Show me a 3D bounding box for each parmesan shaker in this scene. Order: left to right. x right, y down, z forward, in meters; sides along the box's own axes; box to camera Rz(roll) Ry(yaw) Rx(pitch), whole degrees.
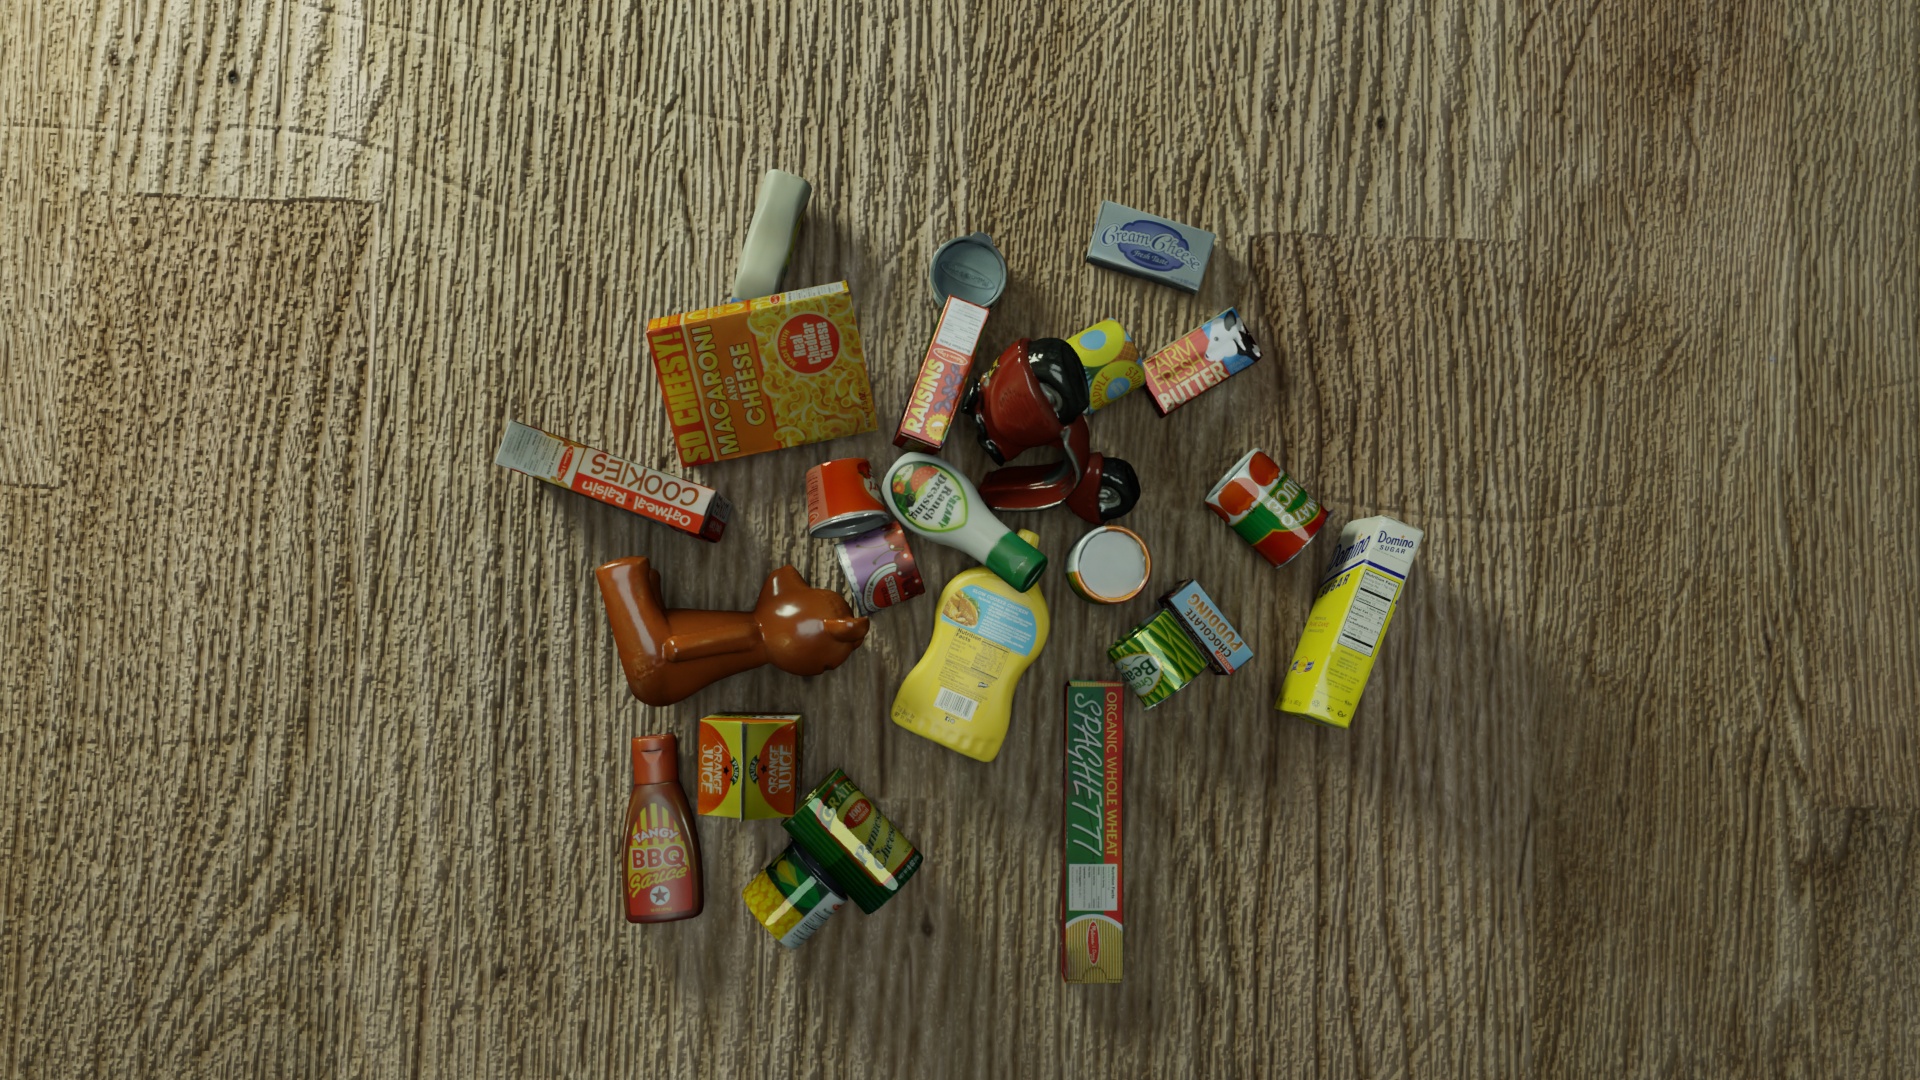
[{"bbox_3d":[-0.087,0.244,1.139,0.071,0.071,0.103,-44,90,-5],"label":"parmesan shaker"}]

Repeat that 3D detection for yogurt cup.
[{"bbox_3d":[-0.097,-0.036,1.160,0.072,0.072,0.054,-12,79,-4],"label":"yogurt cup"}]

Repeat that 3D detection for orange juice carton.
[{"bbox_3d":[-0.161,0.172,1.074,0.073,0.192,0.072,2,85,-4],"label":"orange juice carton"}]

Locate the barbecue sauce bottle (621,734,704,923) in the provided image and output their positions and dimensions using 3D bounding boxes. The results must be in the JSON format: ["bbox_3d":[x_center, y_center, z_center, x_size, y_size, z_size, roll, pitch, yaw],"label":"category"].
[{"bbox_3d":[-0.247,0.235,1.139,0.065,0.043,0.148,-4,86,-3],"label":"barbecue sauce bottle"}]

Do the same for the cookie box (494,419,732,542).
[{"bbox_3d":[-0.274,-0.044,1.119,0.167,0.123,0.040,20,86,-2],"label":"cookie box"}]

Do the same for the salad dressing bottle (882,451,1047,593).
[{"bbox_3d":[0.004,-0.014,1.134,0.148,0.044,0.064,37,92,18],"label":"salad dressing bottle"}]

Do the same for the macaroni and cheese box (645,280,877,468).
[{"bbox_3d":[-0.162,-0.137,1.151,0.167,0.040,0.123,-12,114,-4],"label":"macaroni and cheese box"}]

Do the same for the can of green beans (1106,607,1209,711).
[{"bbox_3d":[0.164,0.098,1.163,0.071,0.071,0.058,-37,88,-5],"label":"can of green beans"}]

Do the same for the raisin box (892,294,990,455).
[{"bbox_3d":[-0.017,-0.134,1.160,0.040,0.086,0.123,21,85,-7],"label":"raisin box"}]

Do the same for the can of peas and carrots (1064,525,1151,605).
[{"bbox_3d":[0.126,0.023,1.170,0.071,0.058,0.071,0,86,-3],"label":"can of peas and carrots"}]

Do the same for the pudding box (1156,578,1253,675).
[{"bbox_3d":[0.206,0.073,1.176,0.030,0.049,0.083,-38,89,-7],"label":"pudding box"}]

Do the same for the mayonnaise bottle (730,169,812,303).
[{"bbox_3d":[-0.164,-0.235,1.172,0.041,0.065,0.148,16,95,-8],"label":"mayonnaise bottle"}]

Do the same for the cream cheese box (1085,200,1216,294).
[{"bbox_3d":[0.165,-0.255,1.211,0.104,0.024,0.053,17,85,-2],"label":"cream cheese box"}]

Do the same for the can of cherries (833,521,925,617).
[{"bbox_3d":[-0.066,0.026,1.153,0.058,0.071,0.071,-21,87,-5],"label":"can of cherries"}]

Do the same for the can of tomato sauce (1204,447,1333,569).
[{"bbox_3d":[0.260,-0.029,1.177,0.083,0.071,0.071,43,85,1],"label":"can of tomato sauce"}]

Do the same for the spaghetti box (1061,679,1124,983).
[{"bbox_3d":[0.112,0.242,1.168,0.050,0.028,0.250,1,86,-3],"label":"spaghetti box"}]

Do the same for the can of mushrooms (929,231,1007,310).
[{"bbox_3d":[0.007,-0.228,1.195,0.071,0.033,0.071,0,86,-3],"label":"can of mushrooms"}]

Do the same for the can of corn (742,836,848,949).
[{"bbox_3d":[-0.137,0.287,1.132,0.058,0.071,0.071,-44,89,-5],"label":"can of corn"}]

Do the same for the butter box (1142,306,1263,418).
[{"bbox_3d":[0.205,-0.154,1.206,0.103,0.024,0.053,-31,88,-6],"label":"butter box"}]

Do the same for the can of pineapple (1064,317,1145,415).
[{"bbox_3d":[0.118,-0.147,1.178,0.058,0.071,0.071,-29,88,-5],"label":"can of pineapple"}]
